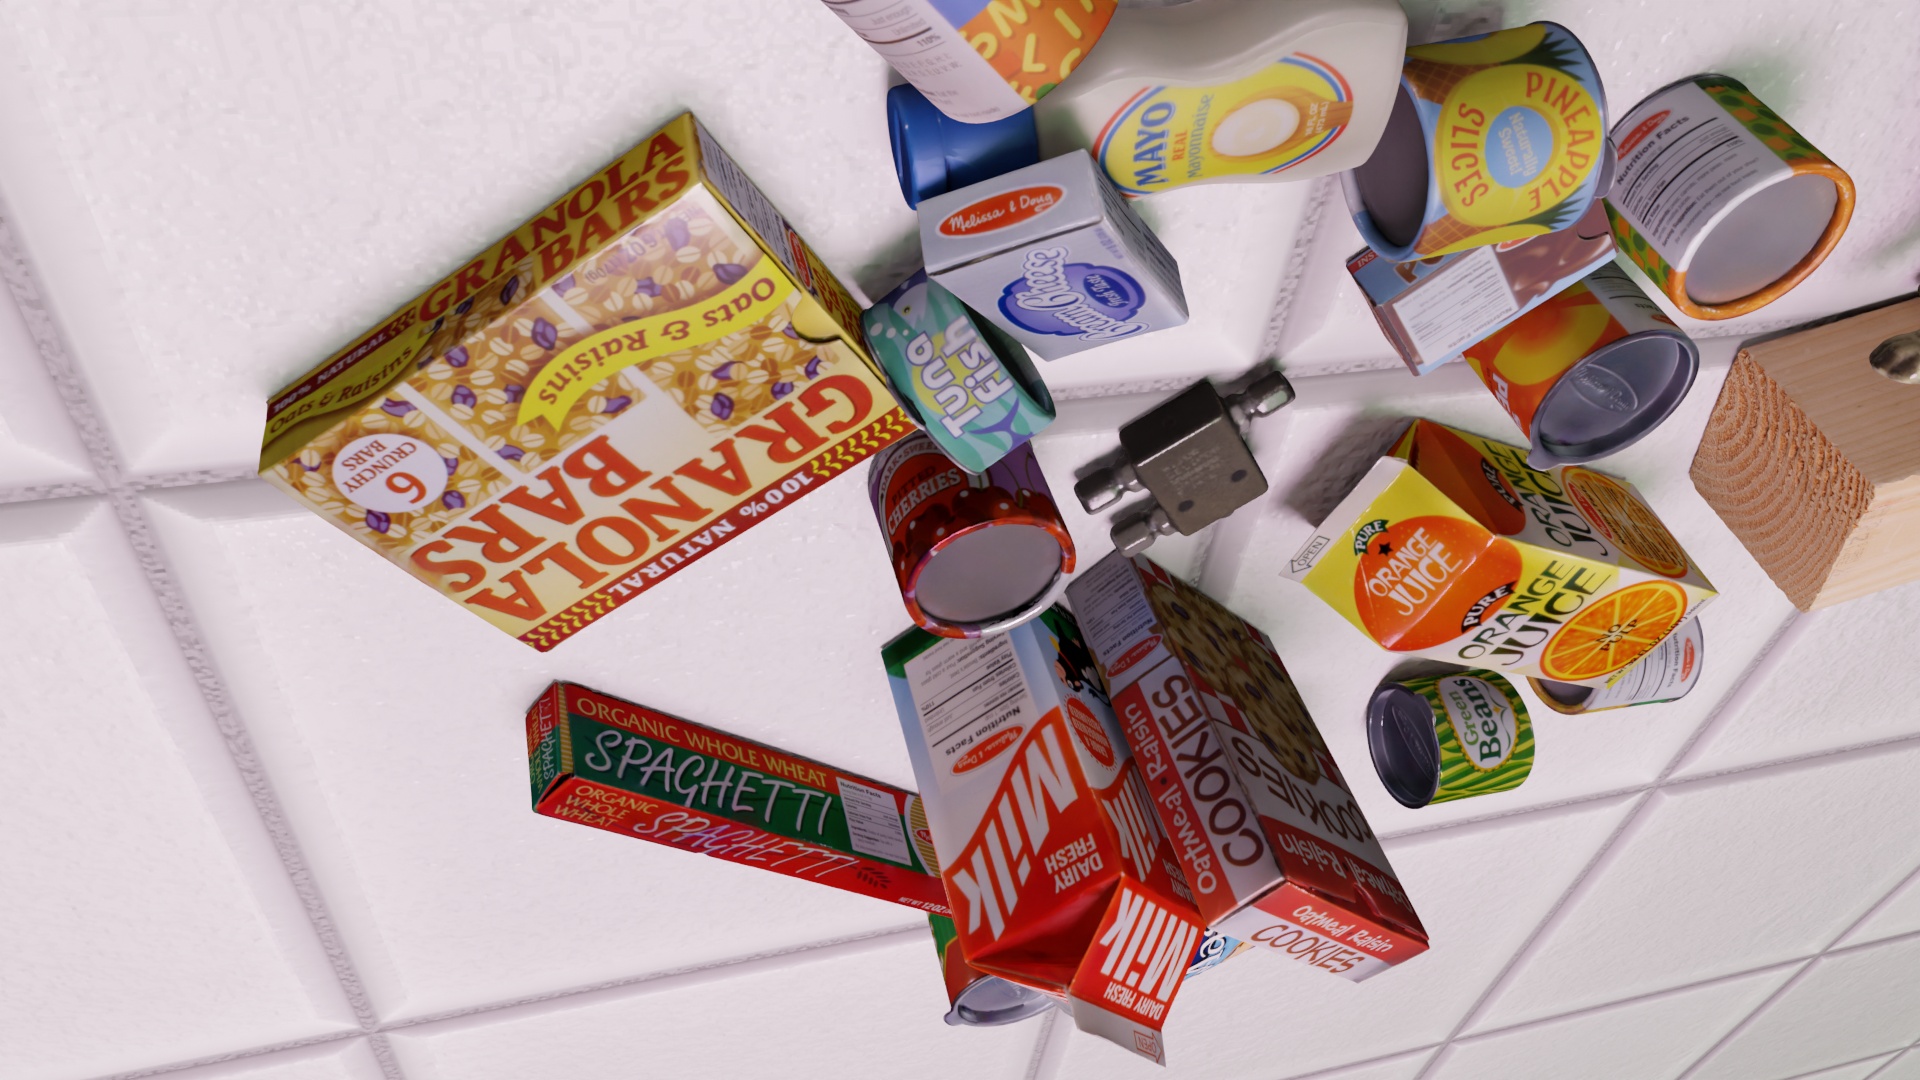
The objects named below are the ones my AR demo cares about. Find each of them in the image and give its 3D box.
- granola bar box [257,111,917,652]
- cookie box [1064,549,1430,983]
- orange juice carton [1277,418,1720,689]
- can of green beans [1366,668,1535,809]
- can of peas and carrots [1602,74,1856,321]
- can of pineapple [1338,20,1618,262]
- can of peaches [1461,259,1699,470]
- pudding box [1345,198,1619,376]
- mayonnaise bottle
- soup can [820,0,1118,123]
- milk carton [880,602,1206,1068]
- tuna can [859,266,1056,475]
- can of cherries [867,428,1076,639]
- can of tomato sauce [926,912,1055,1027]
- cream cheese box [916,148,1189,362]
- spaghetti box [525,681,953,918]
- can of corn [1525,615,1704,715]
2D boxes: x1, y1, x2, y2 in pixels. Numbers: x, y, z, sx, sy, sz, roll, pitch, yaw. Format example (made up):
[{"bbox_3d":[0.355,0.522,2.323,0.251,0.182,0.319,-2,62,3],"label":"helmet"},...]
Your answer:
[{"bbox_3d":[-0.114,-0.040,0.447,0.165,0.039,0.124,-30,138,12],"label":"granola bar box"},{"bbox_3d":[0.119,0.093,0.585,0.040,0.168,0.123,-40,135,21],"label":"cookie box"},{"bbox_3d":[0.229,0.006,0.605,0.193,0.073,0.071,11,131,-30],"label":"orange juice carton"},{"bbox_3d":[0.256,0.103,0.727,0.058,0.071,0.070,-7,138,-15],"label":"can of green beans"},{"bbox_3d":[0.269,-0.120,0.494,0.071,0.059,0.070,-11,139,-9],"label":"can of peas and carrots"},{"bbox_3d":[0.160,-0.125,0.438,0.058,0.071,0.070,-13,139,-7],"label":"can of pineapple"},{"bbox_3d":[0.234,-0.071,0.535,0.071,0.058,0.071,-11,139,-10],"label":"can of peaches"},{"bbox_3d":[0.189,-0.102,0.504,0.083,0.030,0.049,-33,136,16],"label":"pudding box"},{"bbox_3d":[0.054,-0.129,0.413,0.148,0.041,0.064,-13,147,-7],"label":"mayonnaise bottle"},{"bbox_3d":[-0.007,-0.156,0.343,0.071,0.071,0.083,-39,136,21],"label":"soup can"},{"bbox_3d":[0.035,0.112,0.555,0.073,0.191,0.072,-34,137,17],"label":"milk carton"},{"bbox_3d":[0.000,-0.057,0.450,0.033,0.071,0.071,-34,137,15],"label":"tuna can"},{"bbox_3d":[0.002,-0.006,0.514,0.071,0.058,0.071,-11,139,-10],"label":"can of cherries"},{"bbox_3d":[0.016,0.202,0.729,0.071,0.083,0.070,-11,139,-10],"label":"can of tomato sauce"},{"bbox_3d":[0.032,-0.084,0.427,0.053,0.024,0.104,-13,168,21],"label":"cream cheese box"},{"bbox_3d":[-0.082,0.123,0.631,0.250,0.050,0.028,27,121,-40],"label":"spaghetti box"},{"bbox_3d":[0.324,0.052,0.701,0.058,0.071,0.070,-5,137,-15],"label":"can of corn"}]
